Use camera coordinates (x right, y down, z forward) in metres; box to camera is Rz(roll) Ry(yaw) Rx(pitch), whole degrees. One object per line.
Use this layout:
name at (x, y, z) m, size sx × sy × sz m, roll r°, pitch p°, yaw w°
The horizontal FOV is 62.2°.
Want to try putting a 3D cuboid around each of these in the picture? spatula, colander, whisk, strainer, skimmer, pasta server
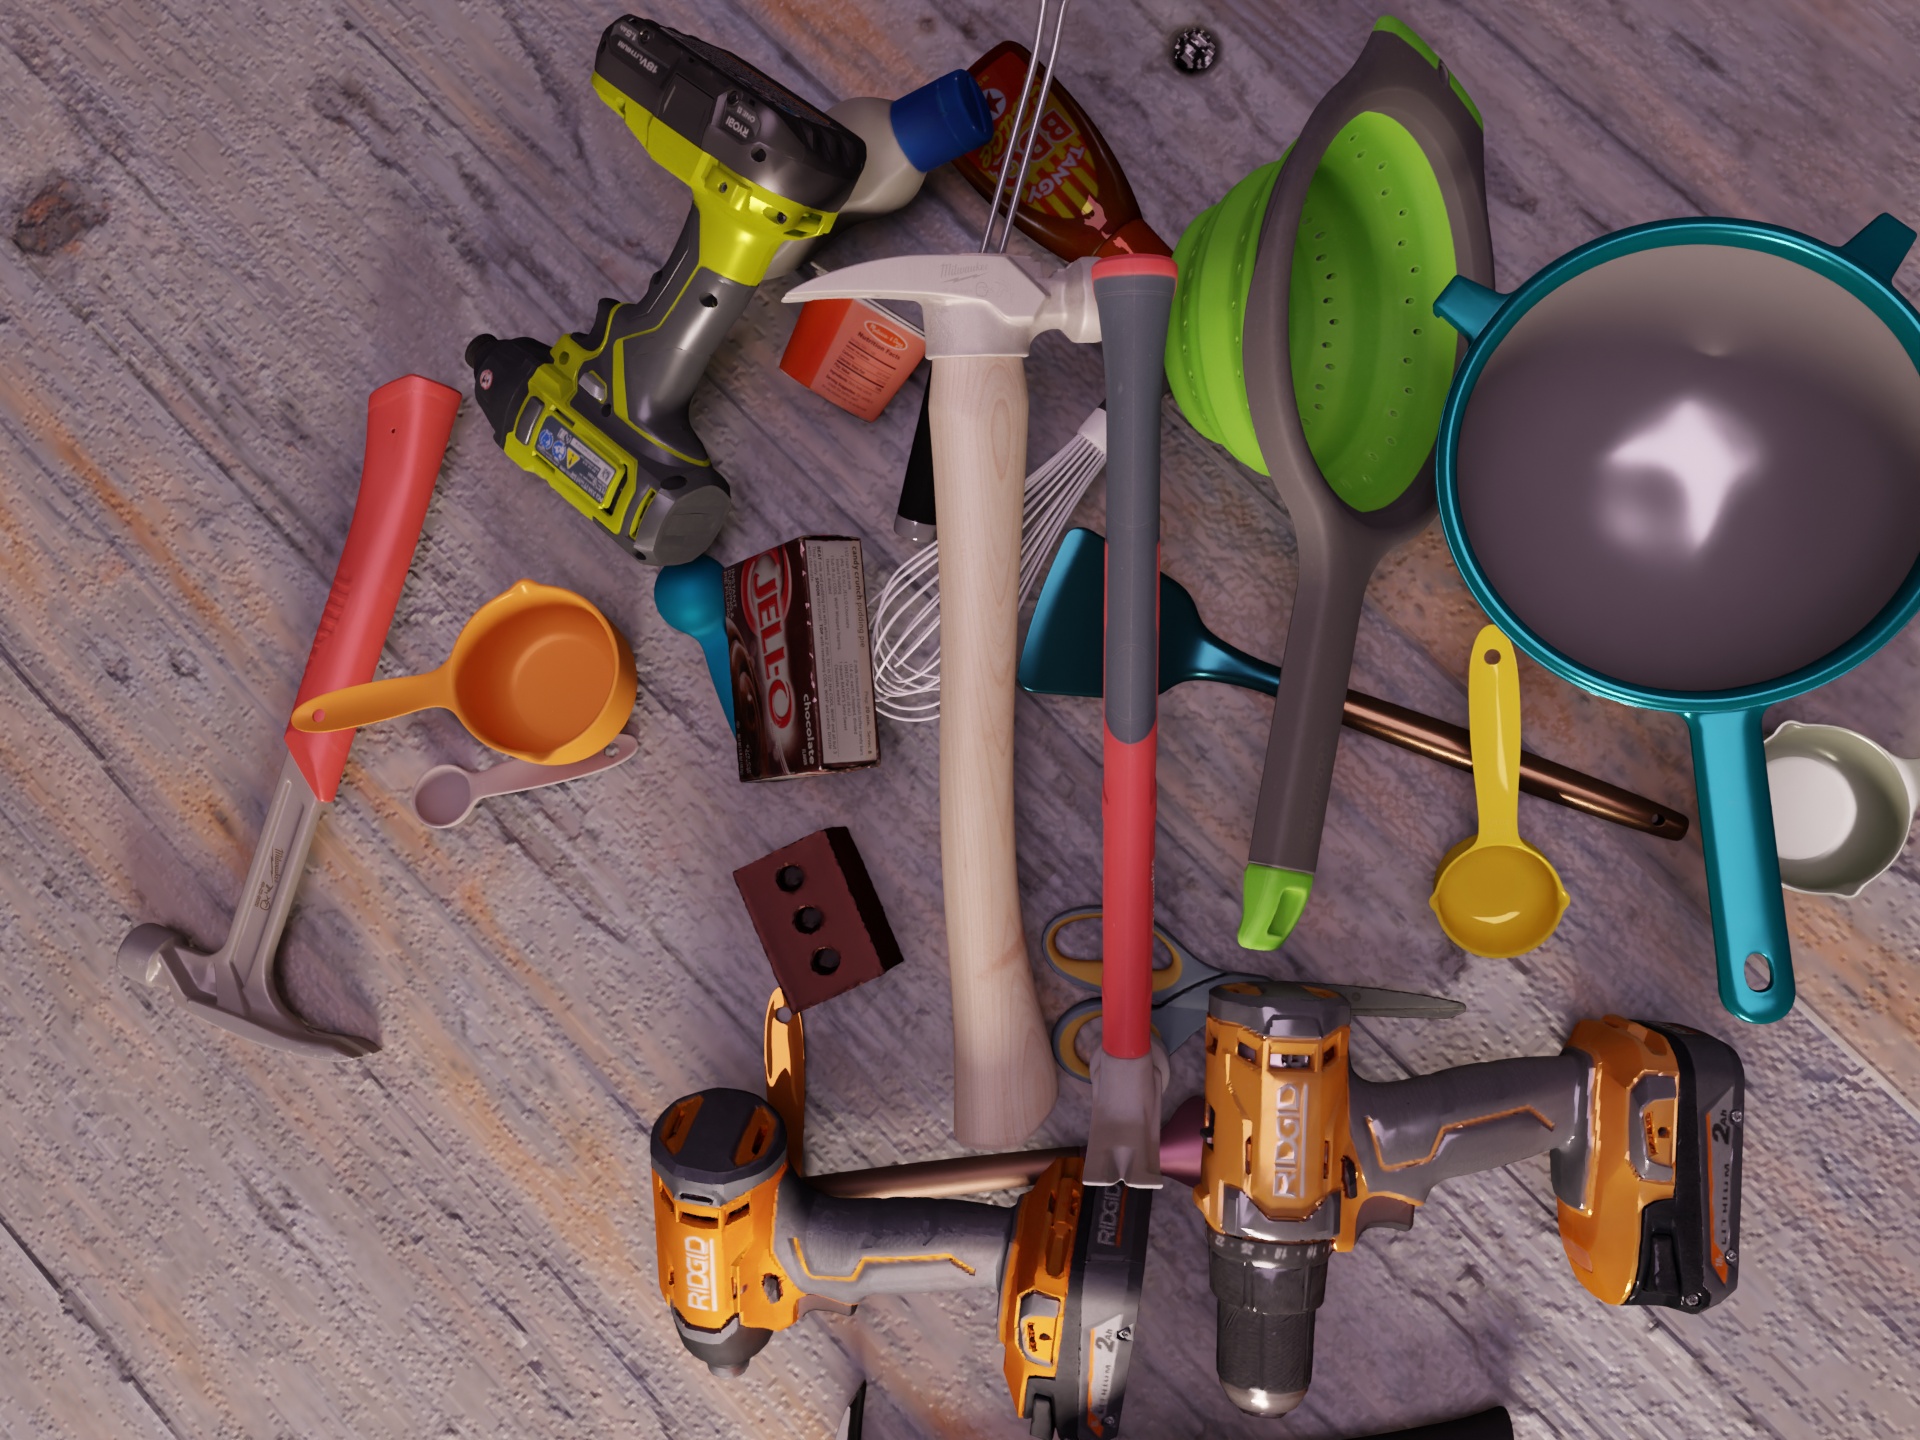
spatula at (0.187, -0.003, 0.752) m, size 0.317 × 0.044 × 0.082 m, roll 20°, pitch 96°, yaw 9°
colander at (0.140, -0.100, 0.713) m, size 0.094 × 0.204 × 0.397 m, roll 8°, pitch 86°, yaw 41°
whisk at (0.050, -0.114, 0.777) m, size 0.070 × 0.070 × 0.284 m, roll 41°, pitch 90°, yaw 9°
strainer at (0.322, -0.042, 0.704) m, size 0.211 × 0.095 × 0.340 m, roll -6°, pitch 87°, yaw 10°
skimmer at (0.036, -0.245, 0.720) m, size 0.127 × 0.090 × 0.363 m, roll 6°, pitch 112°, yaw -29°
pasta server at (0.033, 0.216, 0.773) m, size 0.316 × 0.040 × 0.060 m, roll -10°, pitch 86°, yaw 11°

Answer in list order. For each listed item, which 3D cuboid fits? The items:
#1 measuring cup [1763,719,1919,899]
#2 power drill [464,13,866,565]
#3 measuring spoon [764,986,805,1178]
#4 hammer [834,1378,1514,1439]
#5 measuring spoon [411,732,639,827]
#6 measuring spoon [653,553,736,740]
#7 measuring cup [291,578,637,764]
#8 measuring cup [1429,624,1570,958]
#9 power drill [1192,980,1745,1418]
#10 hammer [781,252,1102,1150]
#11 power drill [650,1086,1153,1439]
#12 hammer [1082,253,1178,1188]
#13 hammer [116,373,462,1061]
measuring cup at (0.425, 0.025, 0.714) m, size 0.167 × 0.038 × 0.083 m, roll -19°, pitch 85°, yaw 6°
power drill at (-0.155, -0.212, 0.776) m, size 0.171 × 0.080 × 0.223 m, roll 40°, pitch 114°, yaw 21°
measuring spoon at (-0.088, 0.194, 0.809) m, size 0.021 × 0.011 × 0.117 m, roll -4°, pitch 83°, yaw 7°
hammer at (0.094, 0.369, 0.757) m, size 0.335 × 0.035 × 0.146 m, roll -14°, pitch 86°, yaw 9°
measuring spoon at (-0.227, 0.030, 0.839) m, size 0.124 × 0.018 × 0.034 m, roll -15°, pitch 72°, yaw 2°
measuring spoon at (-0.123, -0.028, 0.816) m, size 0.042 × 0.021 × 0.129 m, roll -25°, pitch 83°, yaw 8°
measuring cup at (-0.250, -0.013, 0.816) m, size 0.173 × 0.052 × 0.095 m, roll -11°, pitch 78°, yaw 6°
measuring cup at (0.245, 0.031, 0.731) m, size 0.062 × 0.029 × 0.156 m, roll -3°, pitch 102°, yaw 12°
power drill at (0.215, 0.213, 0.700) m, size 0.226 × 0.084 × 0.185 m, roll 3°, pitch 88°, yaw -3°
hammer at (-0.001, -0.002, 0.731) m, size 0.146 × 0.038 × 0.410 m, roll -3°, pitch 98°, yaw -10°
power drill at (-0.032, 0.264, 0.743) m, size 0.226 × 0.084 × 0.164 m, roll 8°, pitch 121°, yaw 8°
hammer at (0.072, -0.001, 0.677) m, size 0.038 × 0.143 × 0.386 m, roll 1°, pitch 97°, yaw 7°
hammer at (-0.327, -0.006, 0.844) m, size 0.149 × 0.036 × 0.359 m, roll 19°, pitch 91°, yaw 10°
